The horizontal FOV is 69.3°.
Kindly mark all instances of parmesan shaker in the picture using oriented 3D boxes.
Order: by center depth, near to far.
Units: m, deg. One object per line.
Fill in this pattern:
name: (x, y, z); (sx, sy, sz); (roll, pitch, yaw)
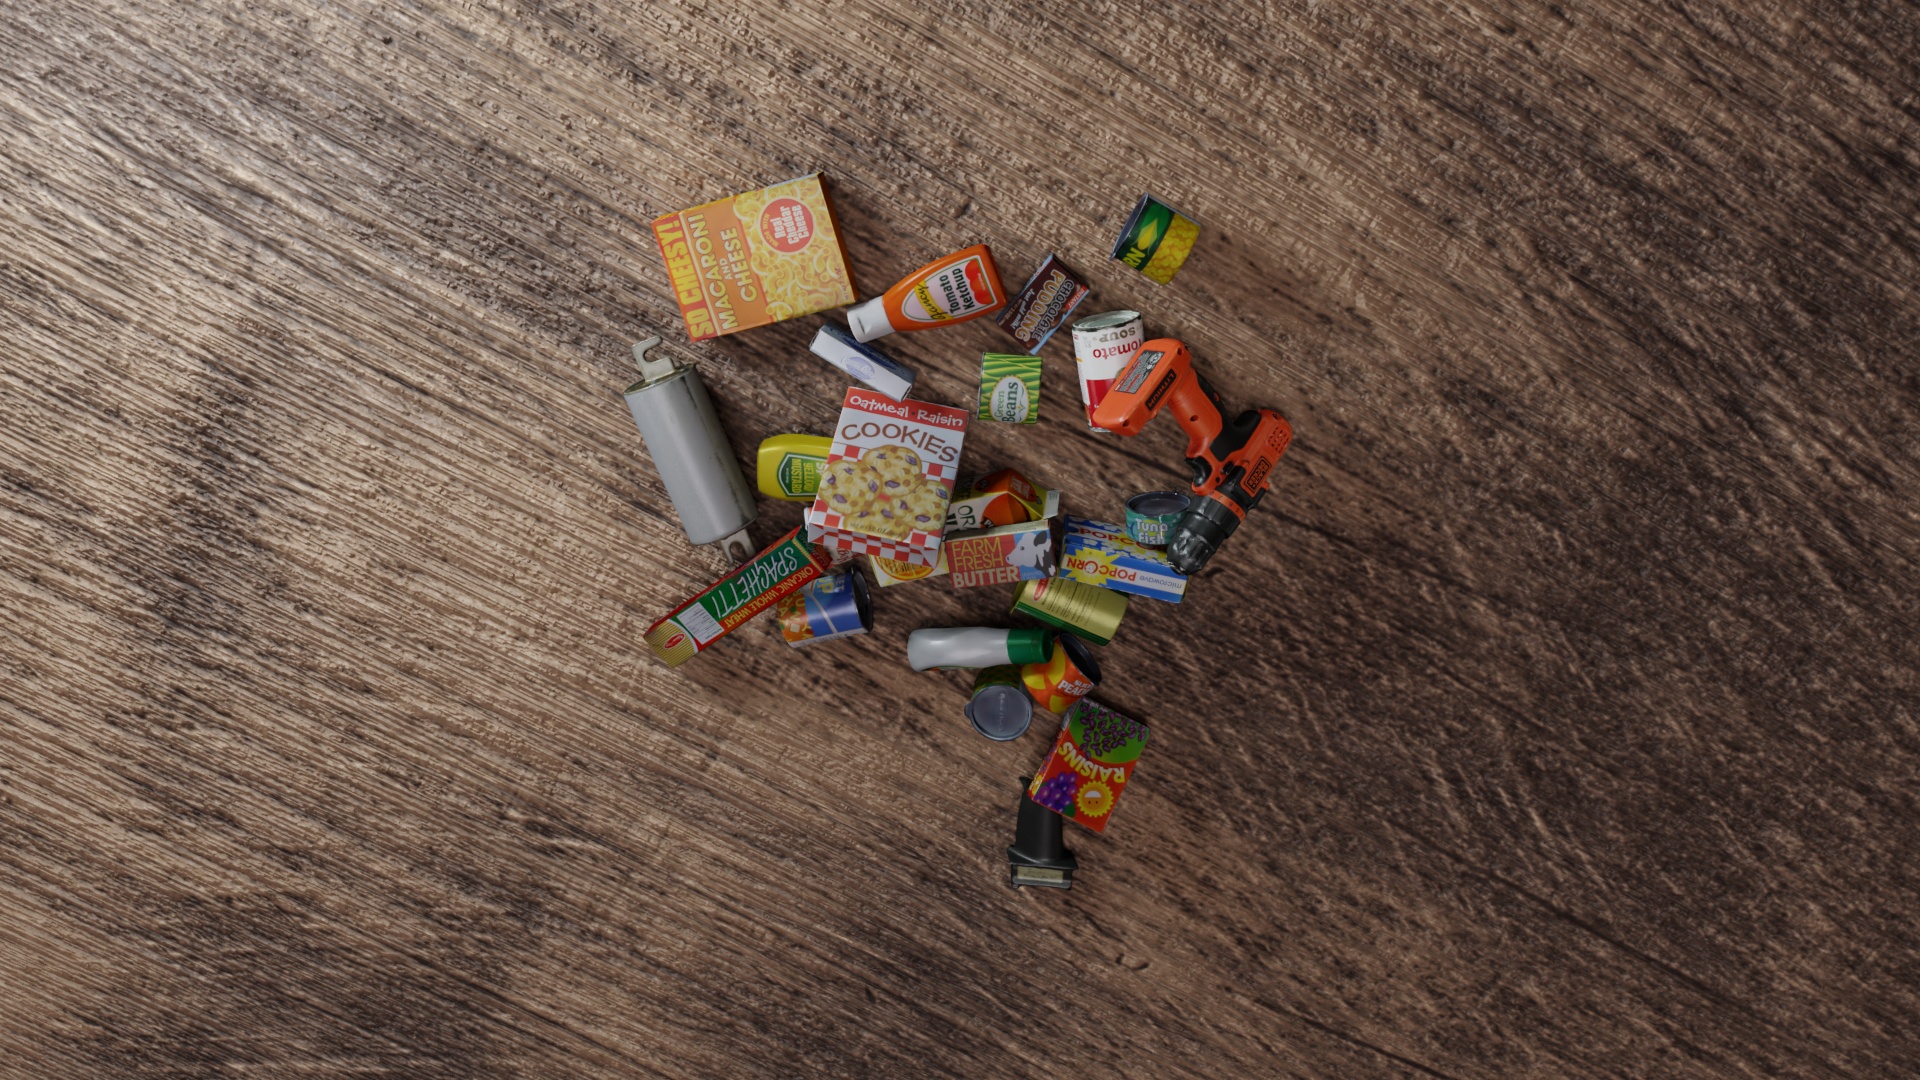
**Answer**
parmesan shaker: (0.110, 0.061, 1.408); (0.103, 0.071, 0.071); (24, 111, -5)

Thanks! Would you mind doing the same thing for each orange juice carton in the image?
orange juice carton: (0.005, -0.017, 1.386); (0.193, 0.072, 0.072); (-12, 109, 10)

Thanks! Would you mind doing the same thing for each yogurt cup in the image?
yogurt cup: (-0.124, -0.008, 1.405); (0.054, 0.072, 0.072); (-14, 109, 2)

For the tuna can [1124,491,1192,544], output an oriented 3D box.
tuna can: (0.195, -0.022, 1.368); (0.071, 0.071, 0.032); (-3, 111, 6)

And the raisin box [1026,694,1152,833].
raisin box: (0.135, 0.233, 1.465); (0.086, 0.040, 0.123); (26, 89, -6)

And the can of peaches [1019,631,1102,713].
can of peaches: (0.104, 0.139, 1.436); (0.058, 0.071, 0.071); (-40, 103, 18)

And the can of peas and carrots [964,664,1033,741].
can of peas and carrots: (0.042, 0.168, 1.458); (0.071, 0.059, 0.070); (2, 110, 5)

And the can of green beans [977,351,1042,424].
can of green beans: (0.048, -0.146, 1.337); (0.058, 0.071, 0.071); (6, 111, 3)

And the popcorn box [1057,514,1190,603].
popcorn box: (0.161, 0.018, 1.378); (0.127, 0.085, 0.038); (13, 112, 0)

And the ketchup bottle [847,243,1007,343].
ketchup bottle: (-0.033, -0.229, 1.326); (0.149, 0.044, 0.064); (-18, 107, 12)

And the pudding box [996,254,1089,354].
pudding box: (0.079, -0.225, 1.325); (0.049, 0.030, 0.083); (39, 109, -11)

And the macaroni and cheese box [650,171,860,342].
macaroni and cheese box: (-0.194, -0.269, 1.326); (0.166, 0.040, 0.123); (-13, 109, 9)

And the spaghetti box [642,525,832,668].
spaghetti box: (-0.230, 0.060, 1.418); (0.249, 0.029, 0.050); (-31, 107, 33)

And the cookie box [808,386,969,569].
cookie box: (-0.066, -0.062, 1.331); (0.123, 0.168, 0.040); (12, 146, 0)

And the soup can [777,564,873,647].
soup can: (-0.140, 0.068, 1.433); (0.084, 0.071, 0.071); (-12, 109, 10)

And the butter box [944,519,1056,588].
butter box: (0.039, 0.014, 1.341); (0.103, 0.024, 0.053); (-7, 110, 7)

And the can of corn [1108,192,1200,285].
can of corn: (0.179, -0.275, 1.277); (0.058, 0.071, 0.071); (28, 110, -6)

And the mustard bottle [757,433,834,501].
mustard bottle: (-0.121, -0.071, 1.388); (0.160, 0.049, 0.065); (3, 114, 4)

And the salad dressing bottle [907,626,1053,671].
salad dressing bottle: (0.020, 0.110, 1.423); (0.147, 0.064, 0.044); (-4, 91, 23)

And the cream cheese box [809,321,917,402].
cream cheese box: (-0.094, -0.173, 1.346); (0.104, 0.053, 0.024); (30, 108, -7)
